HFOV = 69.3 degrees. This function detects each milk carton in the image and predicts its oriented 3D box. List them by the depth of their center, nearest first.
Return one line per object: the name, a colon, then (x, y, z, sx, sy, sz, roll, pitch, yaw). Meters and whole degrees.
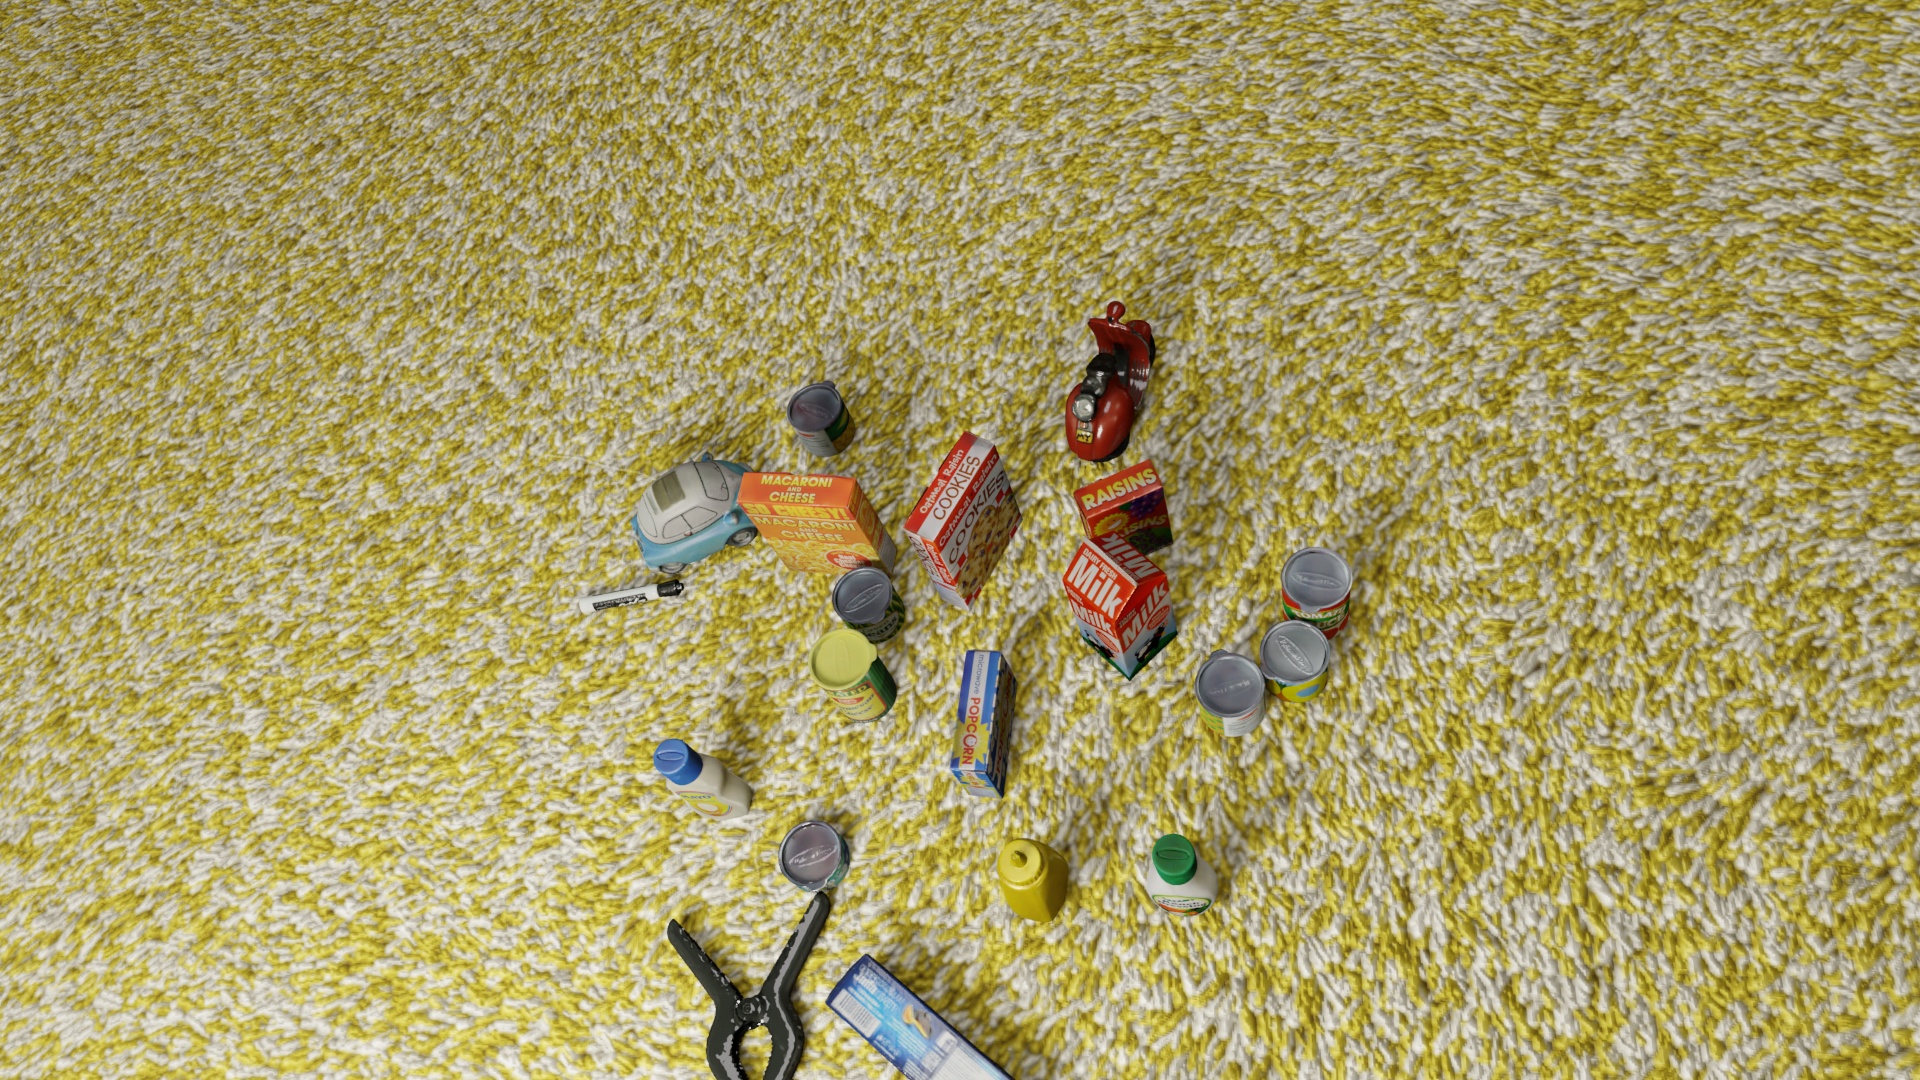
milk carton: (0.154, 0.057, 1.345, 0.073, 0.190, 0.072, -43, 61, -10)

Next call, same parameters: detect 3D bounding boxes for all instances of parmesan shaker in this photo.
parmesan shaker: (-0.106, 0.139, 1.416, 0.071, 0.102, 0.071, -6, 62, 11)

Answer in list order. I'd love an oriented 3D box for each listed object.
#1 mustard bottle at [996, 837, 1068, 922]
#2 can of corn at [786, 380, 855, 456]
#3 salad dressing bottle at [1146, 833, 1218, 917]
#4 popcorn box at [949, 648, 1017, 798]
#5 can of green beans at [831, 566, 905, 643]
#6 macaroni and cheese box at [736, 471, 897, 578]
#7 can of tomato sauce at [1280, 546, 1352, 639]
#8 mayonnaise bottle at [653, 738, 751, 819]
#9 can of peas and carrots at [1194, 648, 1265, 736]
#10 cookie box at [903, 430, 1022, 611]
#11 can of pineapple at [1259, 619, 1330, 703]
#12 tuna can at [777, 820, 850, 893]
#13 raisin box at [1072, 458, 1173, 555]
mustard bottle: (0.062, 0.300, 1.255, 0.049, 0.159, 0.065, 11, 66, 19)
can of corn: (-0.159, -0.141, 1.605, 0.071, 0.058, 0.071, -6, 61, 11)
salad dressing bottle: (0.194, 0.297, 1.232, 0.064, 0.147, 0.044, 1, 63, 15)
popcorn box: (0.024, 0.181, 1.372, 0.038, 0.085, 0.127, 1, 63, 15)
can of green beans: (-0.097, 0.070, 1.477, 0.071, 0.057, 0.071, -6, 61, 11)
macaroni and cheese box: (-0.149, -0.016, 1.473, 0.124, 0.166, 0.040, 3, 64, 16)
can of tomato sauce: (0.349, 0.056, 1.361, 0.071, 0.082, 0.071, -6, 62, 11)
mayonnaise bottle: (-0.259, 0.237, 1.375, 0.065, 0.147, 0.041, -2, 63, 13)
can of peas and carrots: (0.261, 0.148, 1.347, 0.071, 0.058, 0.071, -6, 61, 11)
cookie box: (0.005, -0.018, 1.436, 0.040, 0.166, 0.123, 23, 70, 24)
can of pineapple: (0.323, 0.118, 1.348, 0.071, 0.057, 0.071, -6, 61, 11)
tuna can: (-0.143, 0.315, 1.371, 0.071, 0.032, 0.071, -6, 61, 11)
raisin box: (0.169, -0.024, 1.424, 0.086, 0.123, 0.040, -23, 60, 1)
